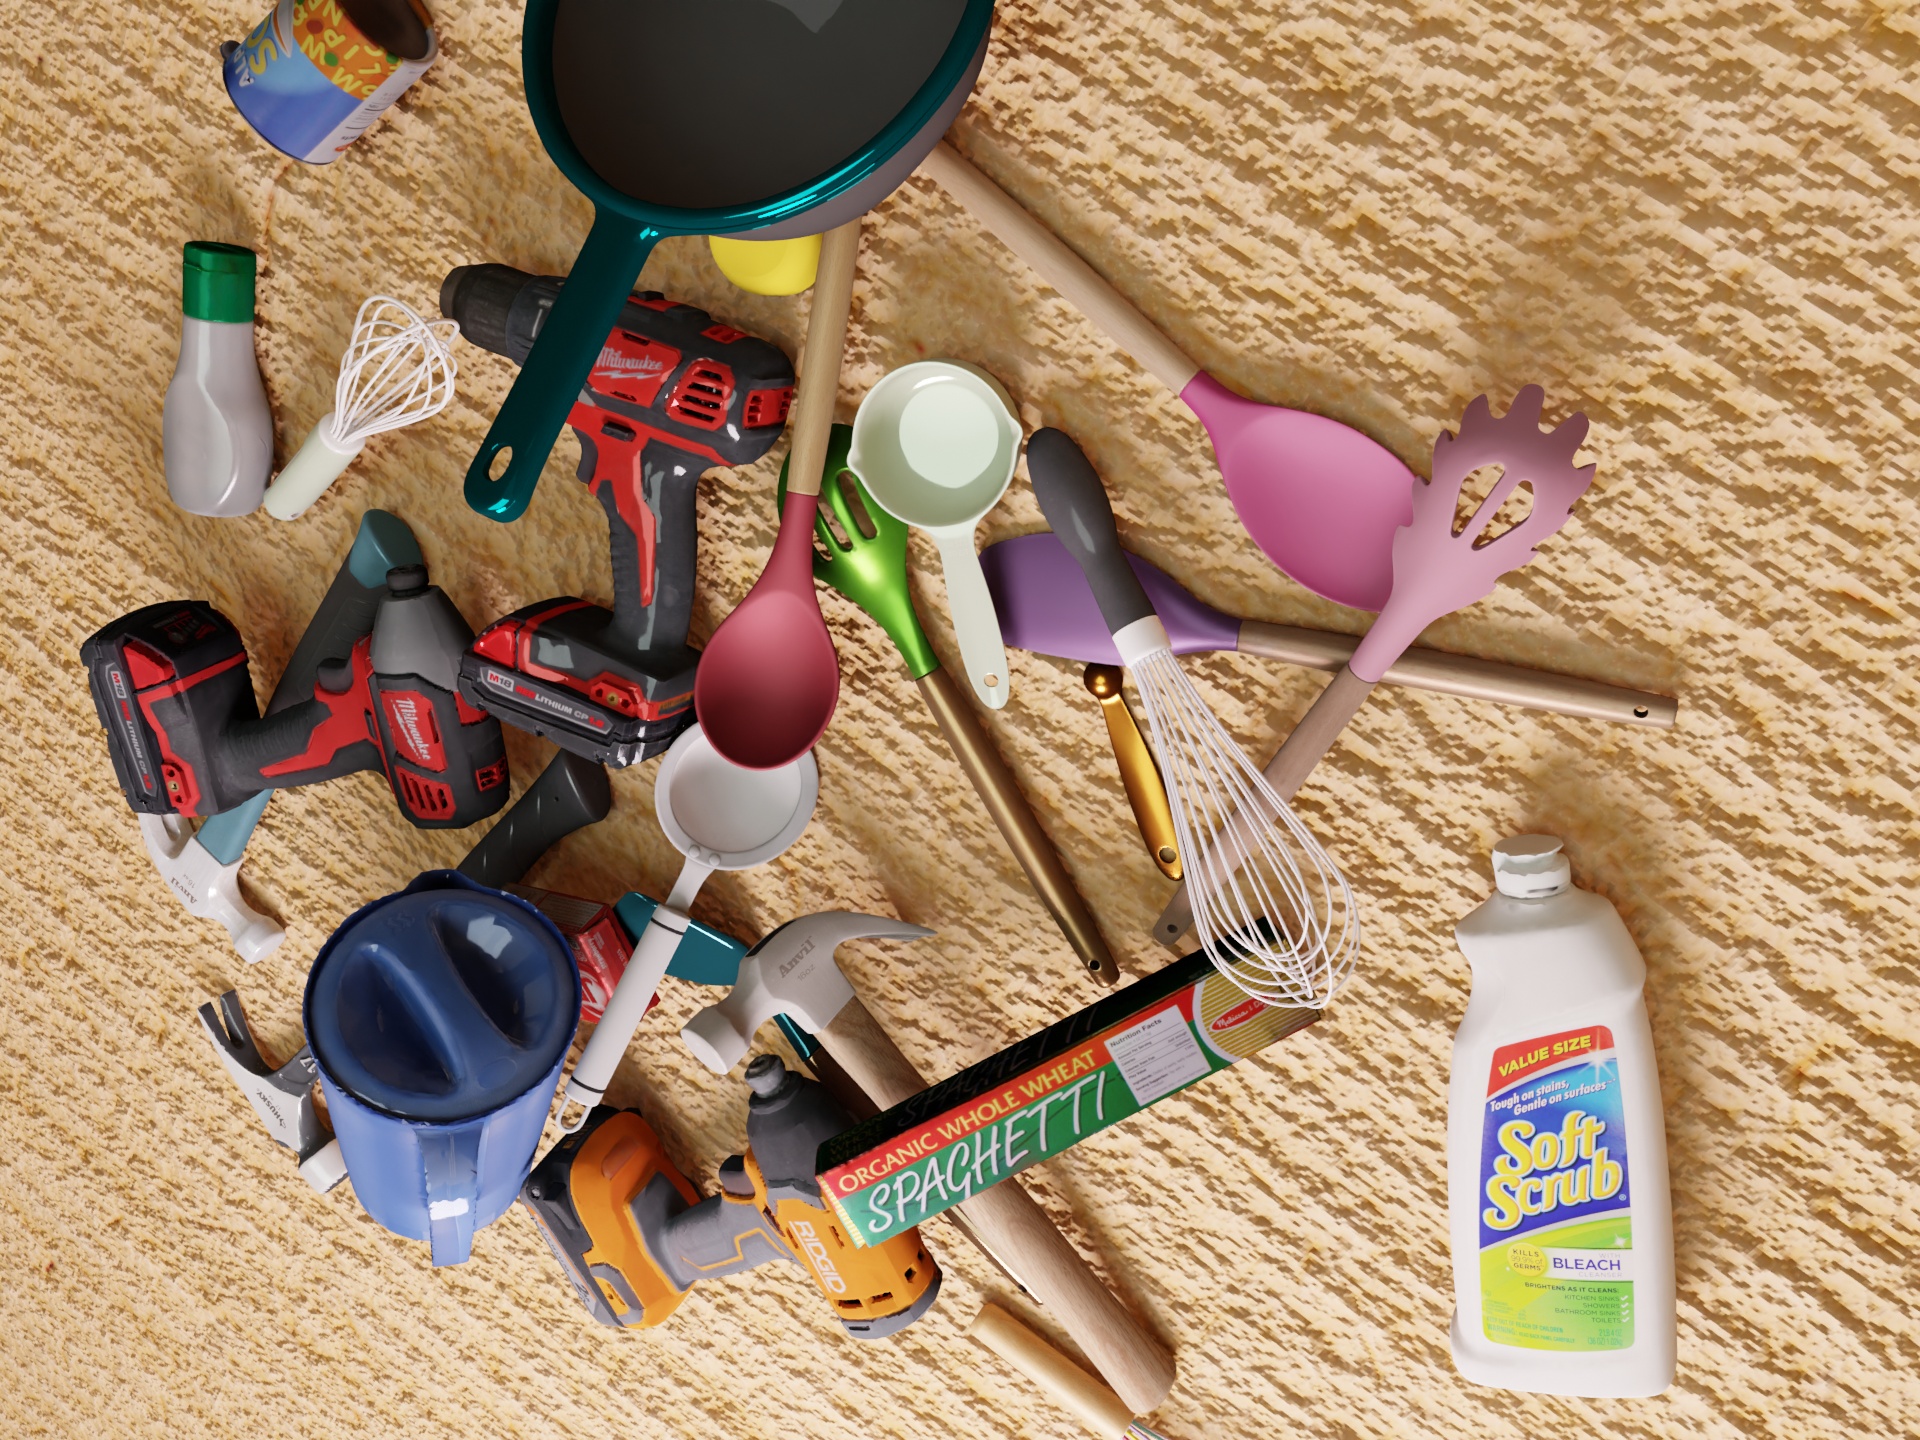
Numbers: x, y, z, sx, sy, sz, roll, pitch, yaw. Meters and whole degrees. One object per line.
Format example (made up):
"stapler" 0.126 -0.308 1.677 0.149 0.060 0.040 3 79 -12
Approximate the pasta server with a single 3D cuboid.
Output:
"pasta server" 0.163 -0.006 0.693 0.060 0.040 0.316 34 128 7

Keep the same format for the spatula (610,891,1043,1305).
"spatula" -0.070 0.209 0.874 0.317 0.044 0.082 45 139 5

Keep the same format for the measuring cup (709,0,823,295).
"measuring cup" -0.102 -0.273 0.731 0.062 0.029 0.156 -7 106 26

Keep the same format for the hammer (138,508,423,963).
"hammer" -0.407 0.005 0.961 0.128 0.033 0.331 43 119 4

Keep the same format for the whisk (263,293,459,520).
"whisk" -0.319 -0.153 0.825 0.246 0.058 0.059 -21 109 49

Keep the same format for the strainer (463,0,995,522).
"strainer" -0.098 -0.226 0.664 0.211 0.095 0.340 28 90 23

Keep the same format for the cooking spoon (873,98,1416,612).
"cooking spoon" 0.082 -0.165 0.695 0.319 0.017 0.068 43 117 4

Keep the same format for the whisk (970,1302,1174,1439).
"whisk" 0.109 0.400 0.867 0.245 0.047 0.051 34 119 13

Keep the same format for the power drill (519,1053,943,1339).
"power drill" -0.135 0.262 0.883 0.226 0.084 0.164 -14 110 33

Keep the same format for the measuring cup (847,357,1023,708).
"measuring cup" 0.002 -0.088 0.746 0.083 0.038 0.167 -9 110 15

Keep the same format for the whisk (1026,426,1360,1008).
"whisk" 0.093 -0.006 0.699 0.070 0.070 0.285 -32 76 29

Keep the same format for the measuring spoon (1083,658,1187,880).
"measuring spoon" 0.084 0.026 0.764 0.021 0.011 0.117 -17 101 28

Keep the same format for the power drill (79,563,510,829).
"power drill" -0.360 -0.013 0.876 0.220 0.078 0.143 0 111 16

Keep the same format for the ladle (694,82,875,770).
"ladle" -0.071 -0.132 0.739 0.069 0.031 0.315 11 100 2

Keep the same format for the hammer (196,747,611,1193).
"hammer" -0.340 0.142 0.979 0.149 0.036 0.409 49 119 2

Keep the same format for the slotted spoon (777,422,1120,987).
"slotted spoon" -0.001 -0.003 0.784 0.070 0.031 0.313 -27 97 24

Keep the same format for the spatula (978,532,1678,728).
"spatula" 0.151 -0.036 0.710 0.316 0.018 0.059 13 108 20

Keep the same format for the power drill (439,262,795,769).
"power drill" -0.192 -0.110 0.804 0.188 0.080 0.226 22 112 15

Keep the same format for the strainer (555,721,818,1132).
"strainer" -0.149 0.095 0.827 0.086 0.050 0.258 28 85 -25

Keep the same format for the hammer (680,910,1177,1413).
"hammer" 0.006 0.233 0.827 0.331 0.130 0.031 51 150 -12
